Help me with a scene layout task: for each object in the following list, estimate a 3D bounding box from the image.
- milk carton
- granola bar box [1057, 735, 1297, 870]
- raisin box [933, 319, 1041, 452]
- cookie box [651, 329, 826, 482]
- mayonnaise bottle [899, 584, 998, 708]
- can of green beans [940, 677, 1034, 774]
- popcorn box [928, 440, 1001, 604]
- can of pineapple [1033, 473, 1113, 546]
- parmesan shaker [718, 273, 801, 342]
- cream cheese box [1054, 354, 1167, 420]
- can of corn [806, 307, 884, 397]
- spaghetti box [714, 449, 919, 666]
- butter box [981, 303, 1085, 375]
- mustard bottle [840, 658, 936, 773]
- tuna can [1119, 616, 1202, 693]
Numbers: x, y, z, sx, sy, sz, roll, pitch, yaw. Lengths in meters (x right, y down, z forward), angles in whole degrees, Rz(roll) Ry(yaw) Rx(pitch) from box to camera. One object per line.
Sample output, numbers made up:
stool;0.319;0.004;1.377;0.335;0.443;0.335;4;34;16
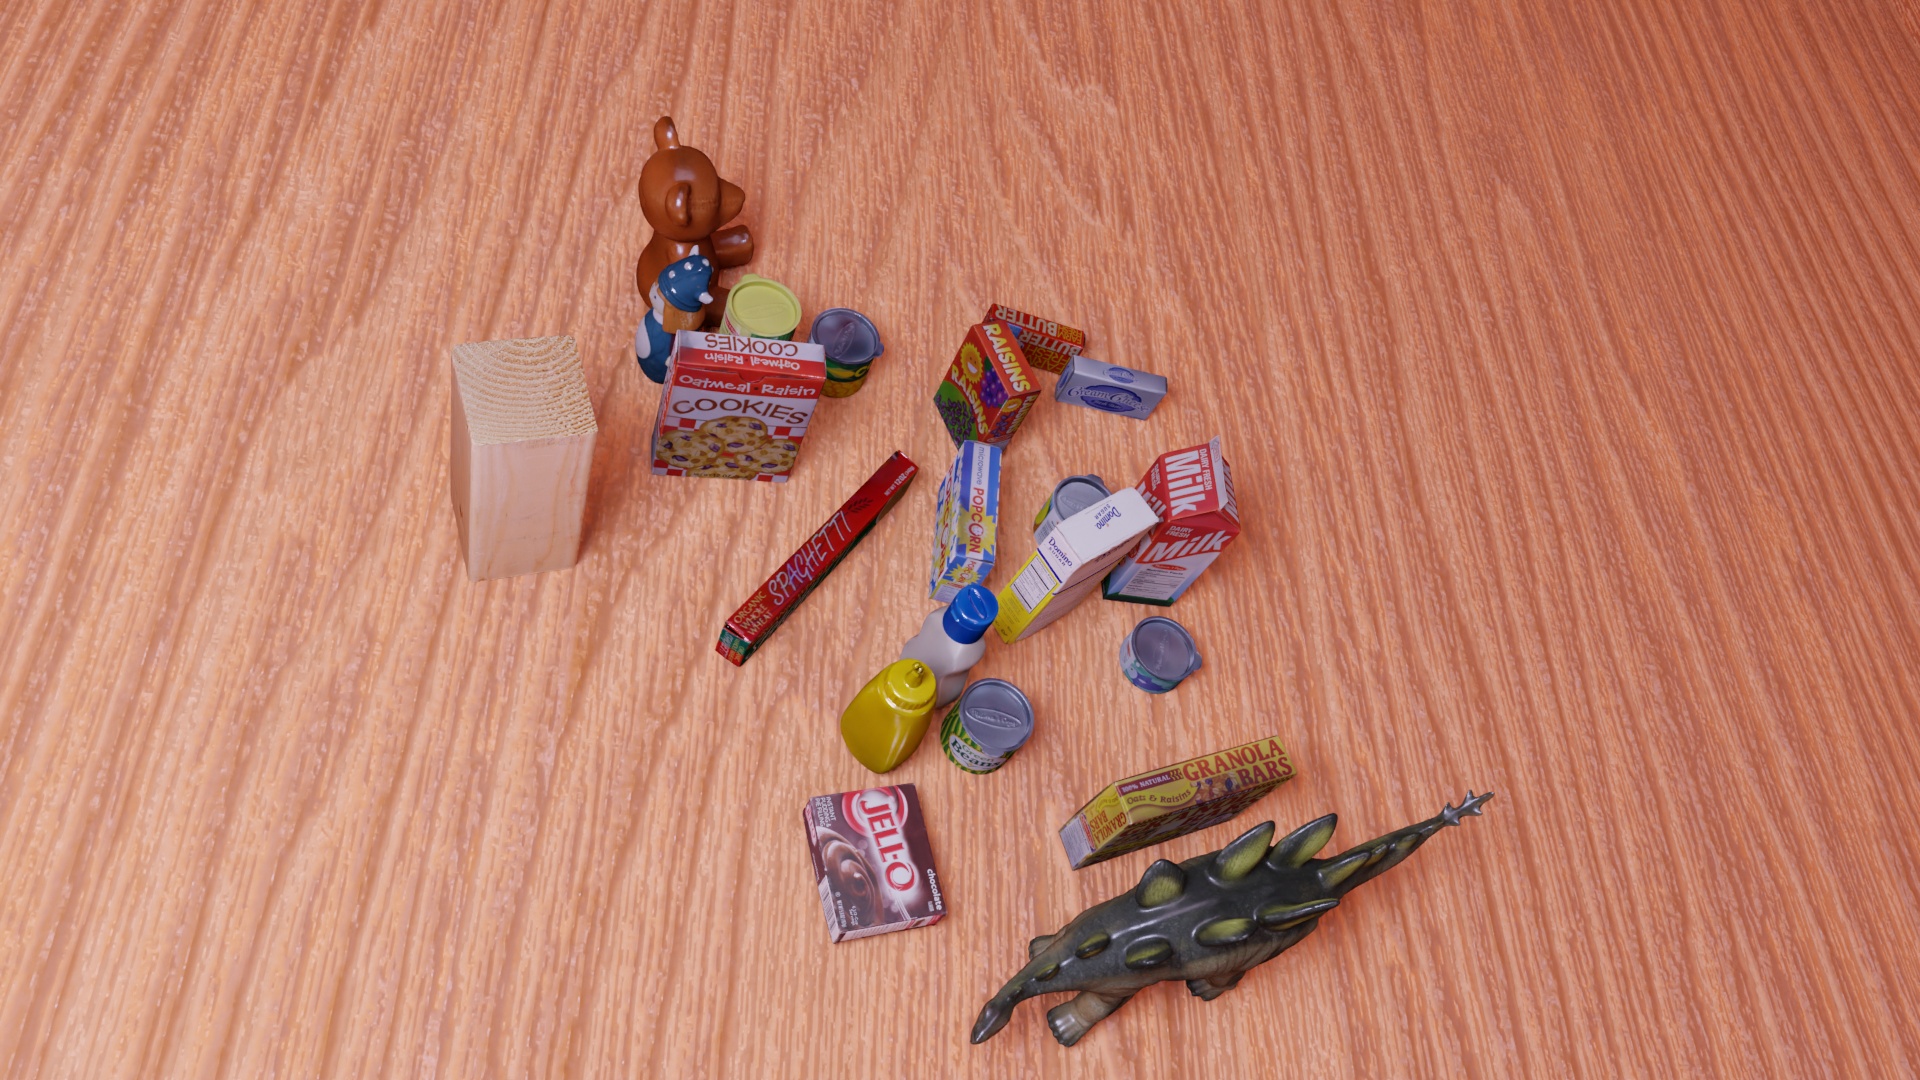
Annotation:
milk carton;0.195;-0.016;1.265;0.073;0.189;0.072;8;58;-16
granola bar box;0.179;0.218;1.158;0.166;0.123;0.039;-11;65;-26
raisin box;0.024;-0.138;1.316;0.040;0.122;0.086;-14;66;-27
cookie box;-0.193;-0.110;1.190;0.123;0.166;0.040;3;60;-19
mayonnaise bottle;-0.008;0.086;1.153;0.041;0.147;0.065;-18;68;-28
can of green beans;0.022;0.158;1.176;0.071;0.057;0.071;9;58;-15
popcorn box;0.004;-0.016;1.258;0.038;0.084;0.127;13;57;-13
can of pineapple;0.110;-0.020;1.317;0.071;0.057;0.071;9;58;-15
parmesan shaker;-0.190;-0.185;1.276;0.071;0.102;0.071;9;58;-15
cream cheese box;0.153;-0.155;1.417;0.104;0.053;0.024;12;57;-14
can of corn;-0.114;-0.178;1.328;0.071;0.058;0.071;9;58;-15
spaghetti box;-0.122;0.012;1.214;0.029;0.050;0.251;38;55;4
butter box;0.070;-0.204;1.416;0.103;0.053;0.024;15;56;-11
mustard bottle;-0.050;0.132;1.102;0.049;0.159;0.065;-36;78;-33
tuna can;0.184;0.107;1.283;0.071;0.032;0.071;9;58;-15
